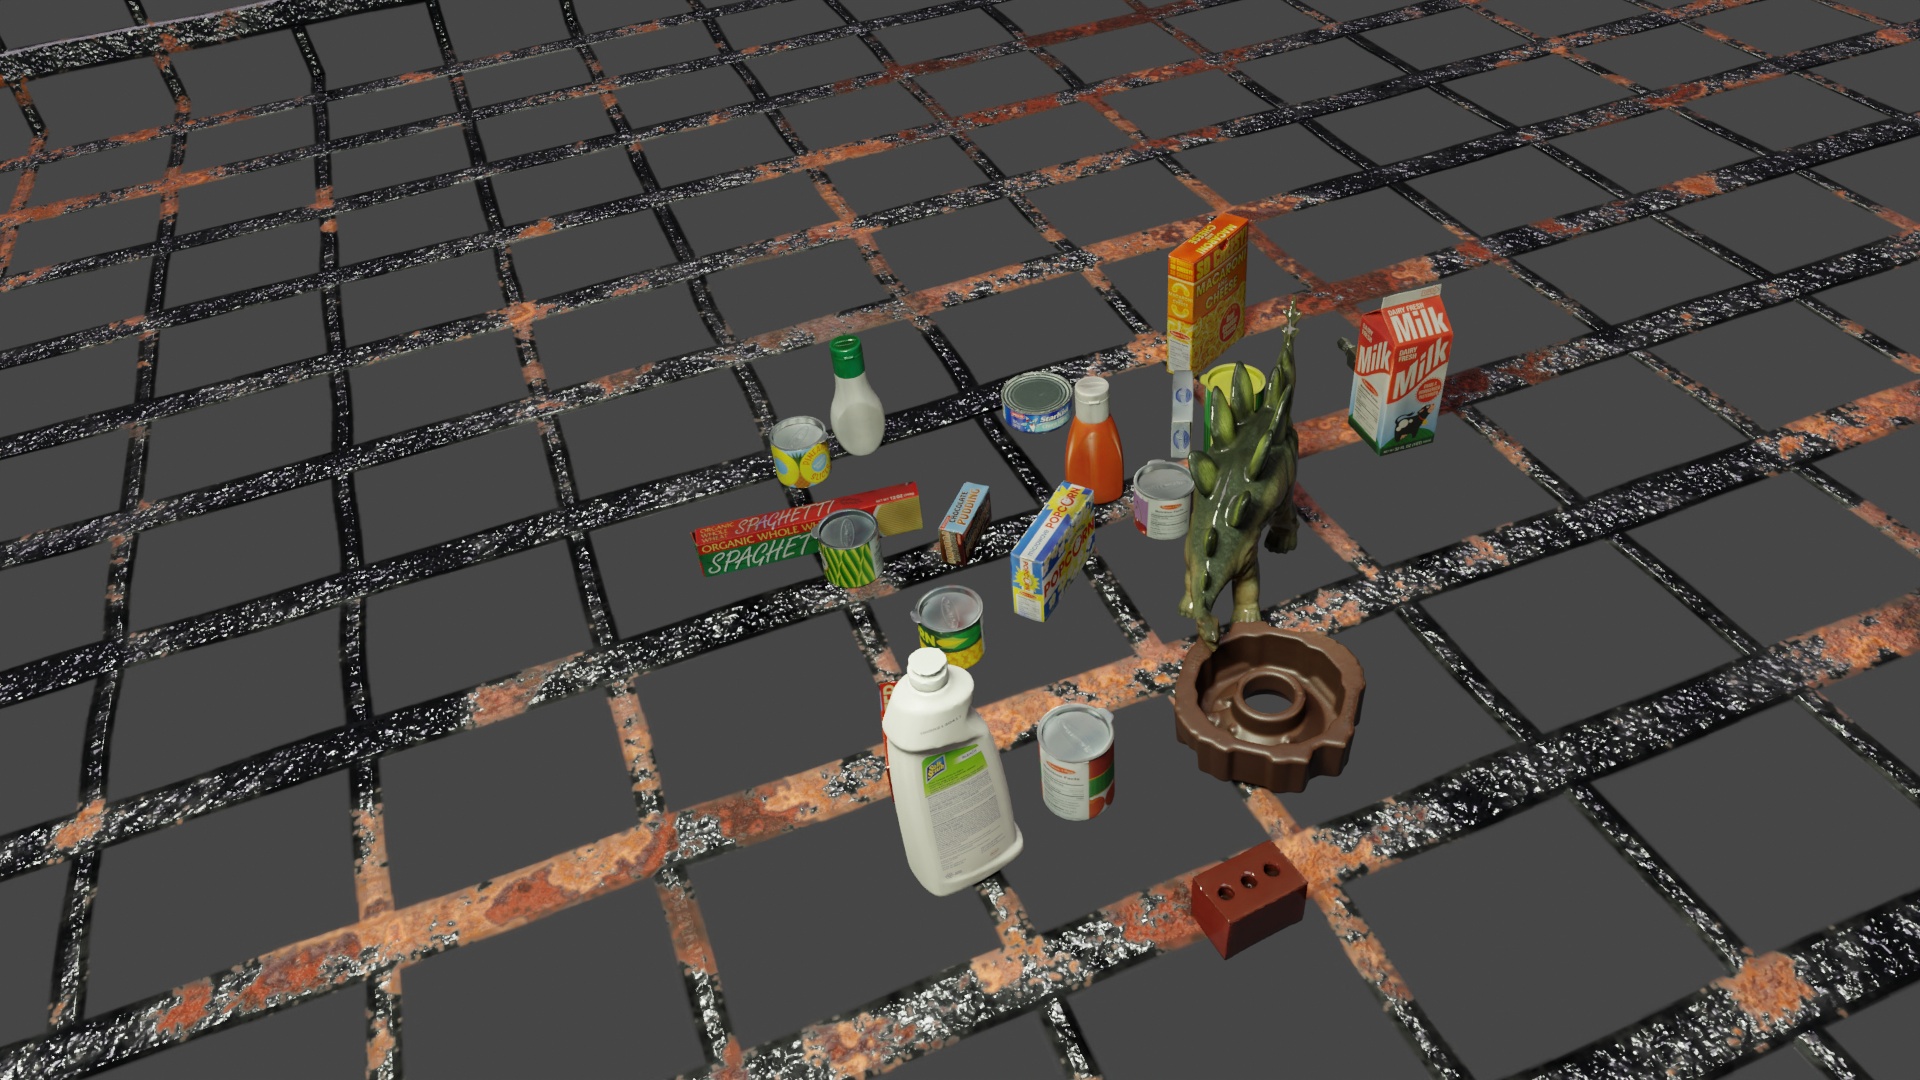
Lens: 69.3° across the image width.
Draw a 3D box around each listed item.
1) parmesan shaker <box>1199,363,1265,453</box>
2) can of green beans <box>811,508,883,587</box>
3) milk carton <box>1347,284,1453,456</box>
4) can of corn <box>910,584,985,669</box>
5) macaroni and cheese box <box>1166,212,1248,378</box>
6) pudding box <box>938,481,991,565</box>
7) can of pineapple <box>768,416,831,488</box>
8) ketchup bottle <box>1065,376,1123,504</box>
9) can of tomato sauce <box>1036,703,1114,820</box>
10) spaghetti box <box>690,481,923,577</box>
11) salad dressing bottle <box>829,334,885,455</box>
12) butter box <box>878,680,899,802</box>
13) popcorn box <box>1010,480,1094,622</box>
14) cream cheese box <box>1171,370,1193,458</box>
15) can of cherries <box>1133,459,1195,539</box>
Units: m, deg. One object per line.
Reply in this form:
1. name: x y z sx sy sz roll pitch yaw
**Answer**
1. parmesan shaker: 0.304 -0.139 1.563 0.071 0.102 0.072 -4 41 3
2. can of green beans: -0.117 0.008 1.480 0.071 0.057 0.071 -4 41 3
3. milk carton: 0.488 -0.195 1.538 0.072 0.189 0.074 -15 42 -10
4. can of corn: -0.011 0.088 1.376 0.071 0.058 0.071 -4 41 3
5. macaroni and cheese box: 0.303 -0.298 1.698 0.040 0.165 0.124 26 50 32
6. pudding box: 0.005 -0.019 1.503 0.030 0.049 0.084 11 44 19
7. can of pineapple: -0.184 -0.102 1.616 0.071 0.057 0.071 -4 41 3
8. ketchup bottle: 0.145 -0.108 1.512 0.065 0.148 0.044 -6 41 1
9. can of tomato sauce: 0.104 0.194 1.220 0.071 0.082 0.071 -4 41 3
10. spaghetti box: -0.165 -0.012 1.516 0.250 0.050 0.029 -13 41 -8
11. salad dressing bottle: -0.124 -0.169 1.617 0.064 0.146 0.044 -13 41 -7
12. butter box: -0.058 0.184 1.275 0.024 0.052 0.104 -8 41 -2
13. popcorn box: 0.096 0.011 1.430 0.038 0.084 0.127 16 46 24
14. cream cheese box: 0.258 -0.147 1.617 0.024 0.053 0.104 1 41 9
15. can of cherries: 0.220 -0.045 1.499 0.071 0.058 0.072 -4 41 3
